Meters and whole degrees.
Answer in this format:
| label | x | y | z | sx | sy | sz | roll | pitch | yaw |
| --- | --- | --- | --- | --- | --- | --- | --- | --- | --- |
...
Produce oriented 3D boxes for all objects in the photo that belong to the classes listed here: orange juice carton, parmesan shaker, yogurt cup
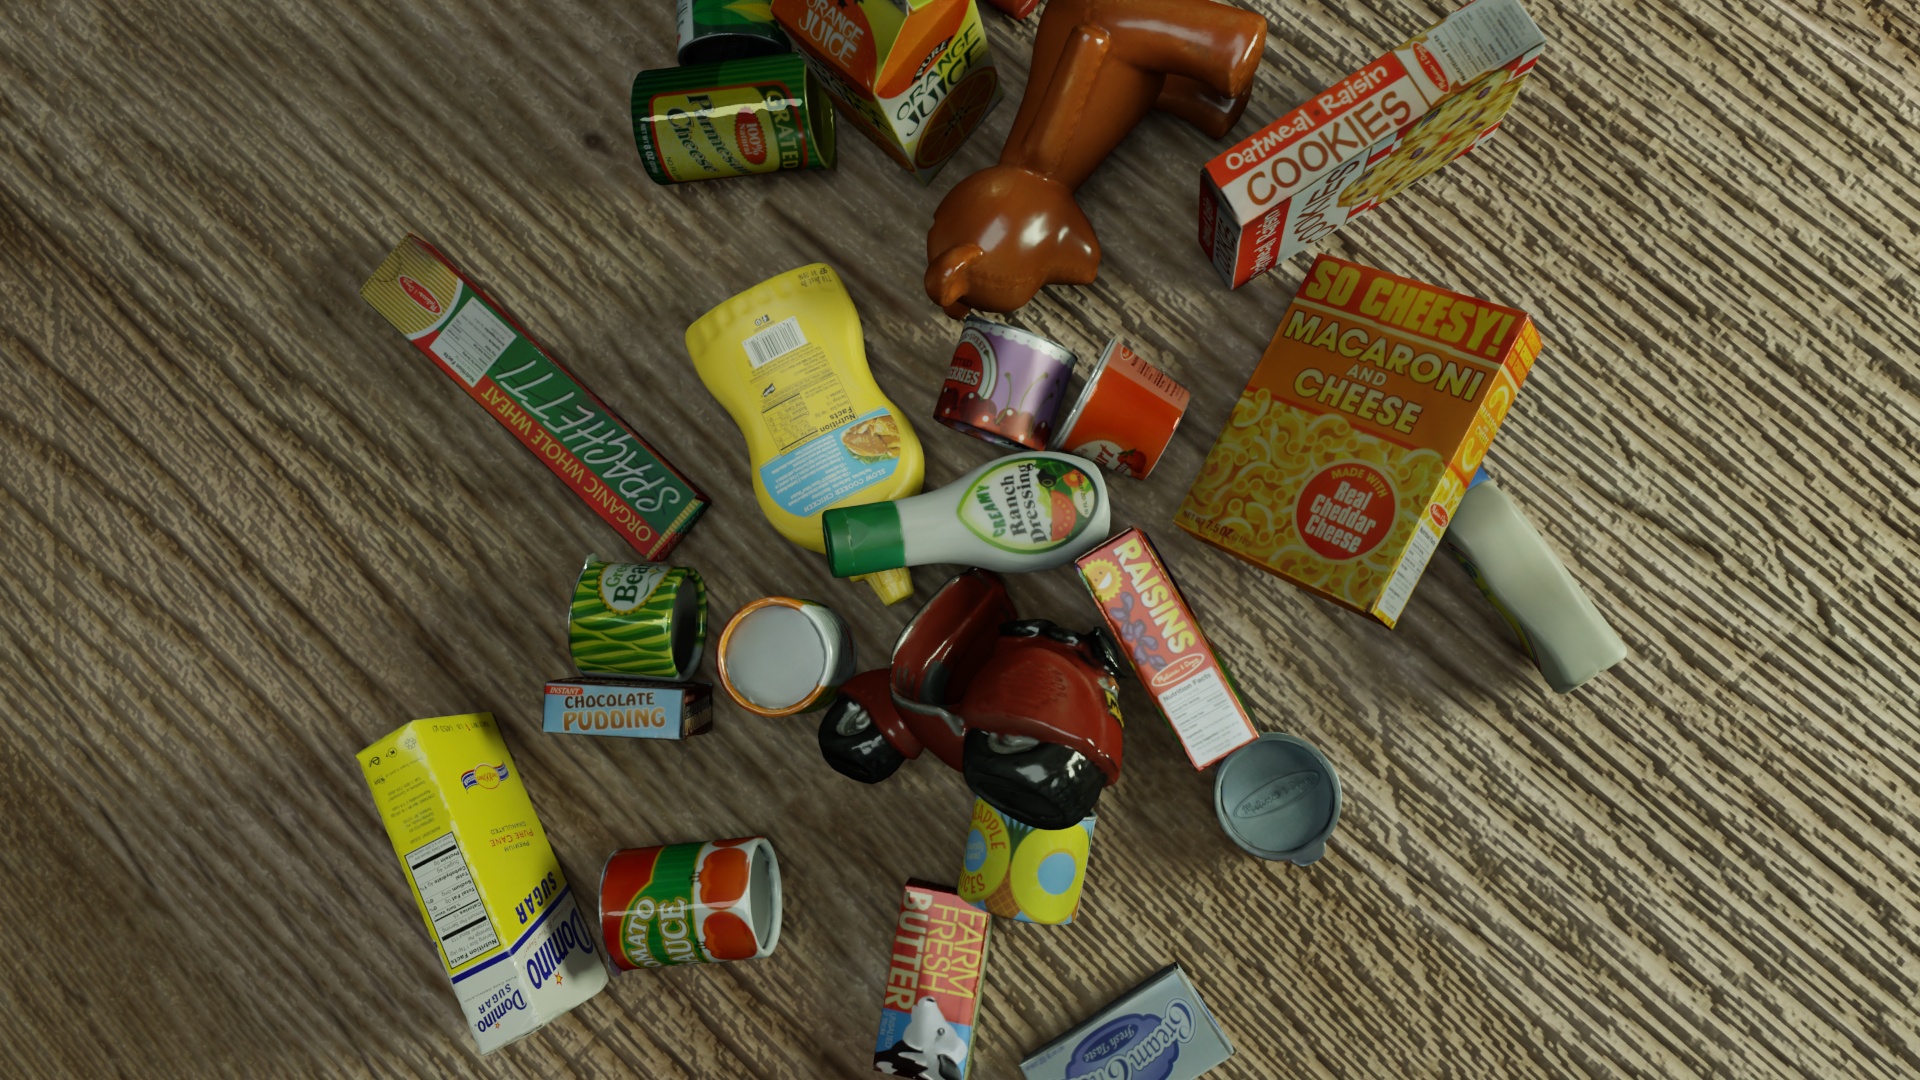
| label | x | y | z | sx | sy | sz | roll | pitch | yaw |
| --- | --- | --- | --- | --- | --- | --- | --- | --- | --- |
| orange juice carton | -0.037 | -0.261 | 0.724 | 0.072 | 0.192 | 0.073 | 42 | 93 | 8 |
| parmesan shaker | -0.129 | -0.240 | 0.802 | 0.103 | 0.071 | 0.071 | -4 | 85 | 9 |
| yogurt cup | 0.089 | -0.068 | 0.755 | 0.054 | 0.072 | 0.072 | 28 | 90 | 1 |

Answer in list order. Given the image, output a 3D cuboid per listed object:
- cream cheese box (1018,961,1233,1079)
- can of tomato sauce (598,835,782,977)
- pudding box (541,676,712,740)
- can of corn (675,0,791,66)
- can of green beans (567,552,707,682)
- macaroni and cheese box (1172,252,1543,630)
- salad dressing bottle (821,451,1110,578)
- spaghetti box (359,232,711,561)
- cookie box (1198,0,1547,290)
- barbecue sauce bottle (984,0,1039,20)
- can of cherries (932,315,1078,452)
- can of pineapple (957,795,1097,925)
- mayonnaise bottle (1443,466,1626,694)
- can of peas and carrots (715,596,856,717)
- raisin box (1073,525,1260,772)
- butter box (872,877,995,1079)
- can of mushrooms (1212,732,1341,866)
| label | x | y | z | sx | sy | sz | roll | pitch | yaw |
| --- | --- | --- | --- | --- | --- | --- | --- | --- | --- |
| cream cheese box | 0.088 | 0.277 | 0.745 | 0.104 | 0.024 | 0.053 | -33 | 82 | 4 |
| can of tomato sauce | -0.147 | 0.201 | 0.763 | 0.083 | 0.071 | 0.071 | -7 | 85 | 7 |
| pudding box | -0.187 | 0.095 | 0.788 | 0.084 | 0.049 | 0.030 | 2 | 88 | 9 |
| can of corn | -0.129 | -0.306 | 0.806 | 0.071 | 0.071 | 0.058 | -4 | 85 | 8 |
| can of green beans | -0.180 | 0.046 | 0.783 | 0.058 | 0.071 | 0.071 | 3 | 86 | 8 |
| macaroni and cheese box | 0.205 | -0.055 | 0.725 | 0.124 | 0.040 | 0.166 | 28 | 89 | 37 |
| salad dressing bottle | 0.003 | -0.009 | 0.733 | 0.148 | 0.044 | 0.064 | -10 | 76 | -10 |
| spaghetti box | -0.252 | -0.085 | 0.823 | 0.250 | 0.028 | 0.050 | 41 | 92 | 9 |
| cookie box | 0.204 | -0.202 | 0.719 | 0.167 | 0.123 | 0.040 | -31 | 81 | 5 |
| barbecue sauce bottle | -0.018 | -0.355 | 0.805 | 0.148 | 0.043 | 0.065 | 36 | 90 | 9 |
| can of cherries | 0.022 | -0.085 | 0.763 | 0.071 | 0.071 | 0.058 | 19 | 89 | 9 |
| can of pineapple | 0.034 | 0.167 | 0.740 | 0.071 | 0.071 | 0.058 | 11 | 88 | 9 |
| mayonnaise bottle | 0.282 | 0.009 | 0.721 | 0.041 | 0.064 | 0.148 | -35 | 71 | 11 |
| can of peas and carrots | -0.099 | 0.065 | 0.773 | 0.071 | 0.058 | 0.071 | -1 | 85 | 8 |
| raisin box | 0.109 | 0.055 | 0.730 | 0.040 | 0.086 | 0.123 | -31 | 82 | 10 |
| butter box | -0.013 | 0.242 | 0.763 | 0.053 | 0.024 | 0.103 | 9 | 87 | 8 |
| can of mushrooms | 0.169 | 0.138 | 0.741 | 0.071 | 0.033 | 0.071 | -1 | 85 | 8 |
